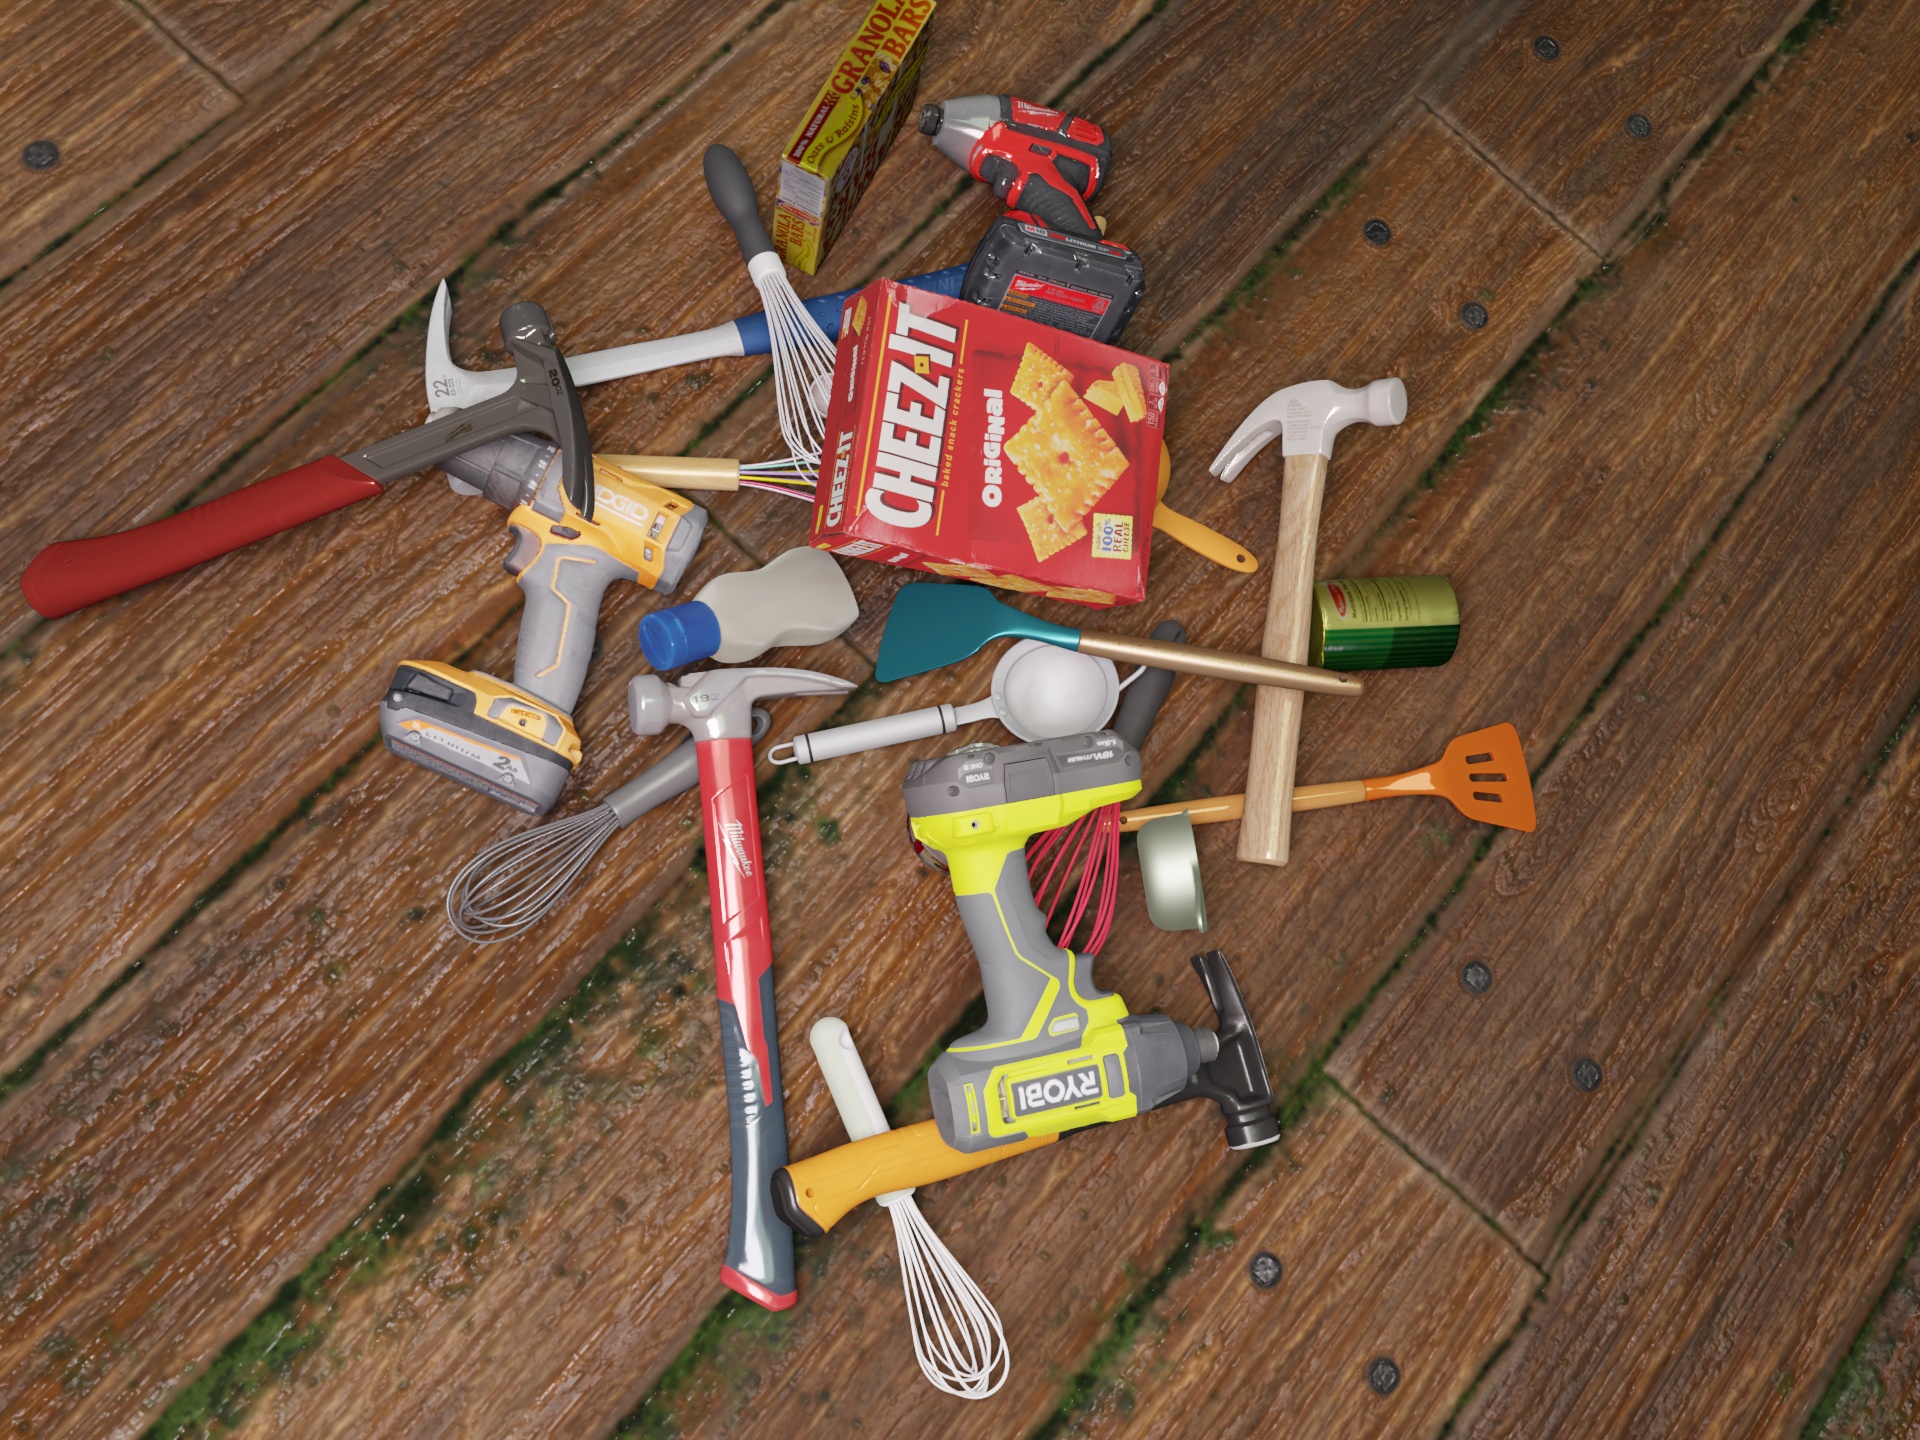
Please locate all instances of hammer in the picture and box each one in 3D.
[{"bbox_3d":[0.043,0.236,0.968,0.336,0.034,0.127,-10,78,-27],"label":"hammer"},{"bbox_3d":[-0.398,-0.129,0.964,0.359,0.036,0.149,-20,68,5],"label":"hammer"},{"bbox_3d":[-0.167,-0.270,1.106,0.405,0.035,0.144,-16,79,-14],"label":"hammer"},{"bbox_3d":[-0.118,0.159,0.982,0.143,0.038,0.386,-3,82,-21],"label":"hammer"},{"bbox_3d":[0.219,-0.067,1.073,0.031,0.130,0.331,17,78,-51],"label":"hammer"}]

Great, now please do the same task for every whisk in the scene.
[{"bbox_3d":[-0.129,-0.167,1.088,0.245,0.051,0.047,1,54,-6],"label":"whisk"},{"bbox_3d":[-0.034,0.293,0.957,0.059,0.058,0.246,-23,89,24],"label":"whisk"},{"bbox_3d":[-0.119,-0.276,1.068,0.070,0.070,0.285,-19,72,-14],"label":"whisk"},{"bbox_3d":[0.094,0.050,1.046,0.073,0.073,0.296,27,62,-2],"label":"whisk"},{"bbox_3d":[-0.217,0.061,1.005,0.239,0.055,0.055,-35,84,-21],"label":"whisk"}]

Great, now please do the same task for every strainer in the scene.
[{"bbox_3d":[-0.002,-0.003,1.064,0.258,0.050,0.087,-12,64,-7],"label":"strainer"}]

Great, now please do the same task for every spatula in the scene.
[{"bbox_3d":[0.253,0.054,1.104,0.322,0.041,0.081,-7,77,-8],"label":"spatula"},{"bbox_3d":[0.103,-0.044,1.047,0.317,0.044,0.082,10,58,6],"label":"spatula"}]

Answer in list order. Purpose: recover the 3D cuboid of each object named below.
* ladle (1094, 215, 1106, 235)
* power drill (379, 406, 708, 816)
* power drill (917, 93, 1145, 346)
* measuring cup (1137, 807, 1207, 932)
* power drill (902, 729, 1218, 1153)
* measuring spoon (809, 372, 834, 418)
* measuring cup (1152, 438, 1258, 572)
[{"bbox_3d":[0.051,-0.238,1.140,0.069,0.031,0.315,35,66,-33],"label":"ladle"},{"bbox_3d":[-0.285,-0.076,0.997,0.185,0.084,0.226,26,72,-12],"label":"power drill"},{"bbox_3d":[0.046,-0.358,1.109,0.143,0.078,0.220,10,49,-20],"label":"power drill"},{"bbox_3d":[0.133,0.107,0.997,0.038,0.167,0.083,-9,97,8],"label":"measuring cup"},{"bbox_3d":[0.056,0.123,0.924,0.171,0.080,0.223,-9,89,-17],"label":"power drill"},{"bbox_3d":[-0.051,-0.204,1.124,0.124,0.018,0.034,28,72,-9],"label":"measuring spoon"},{"bbox_3d":[0.141,-0.157,1.122,0.173,0.052,0.095,29,72,0],"label":"measuring cup"}]
